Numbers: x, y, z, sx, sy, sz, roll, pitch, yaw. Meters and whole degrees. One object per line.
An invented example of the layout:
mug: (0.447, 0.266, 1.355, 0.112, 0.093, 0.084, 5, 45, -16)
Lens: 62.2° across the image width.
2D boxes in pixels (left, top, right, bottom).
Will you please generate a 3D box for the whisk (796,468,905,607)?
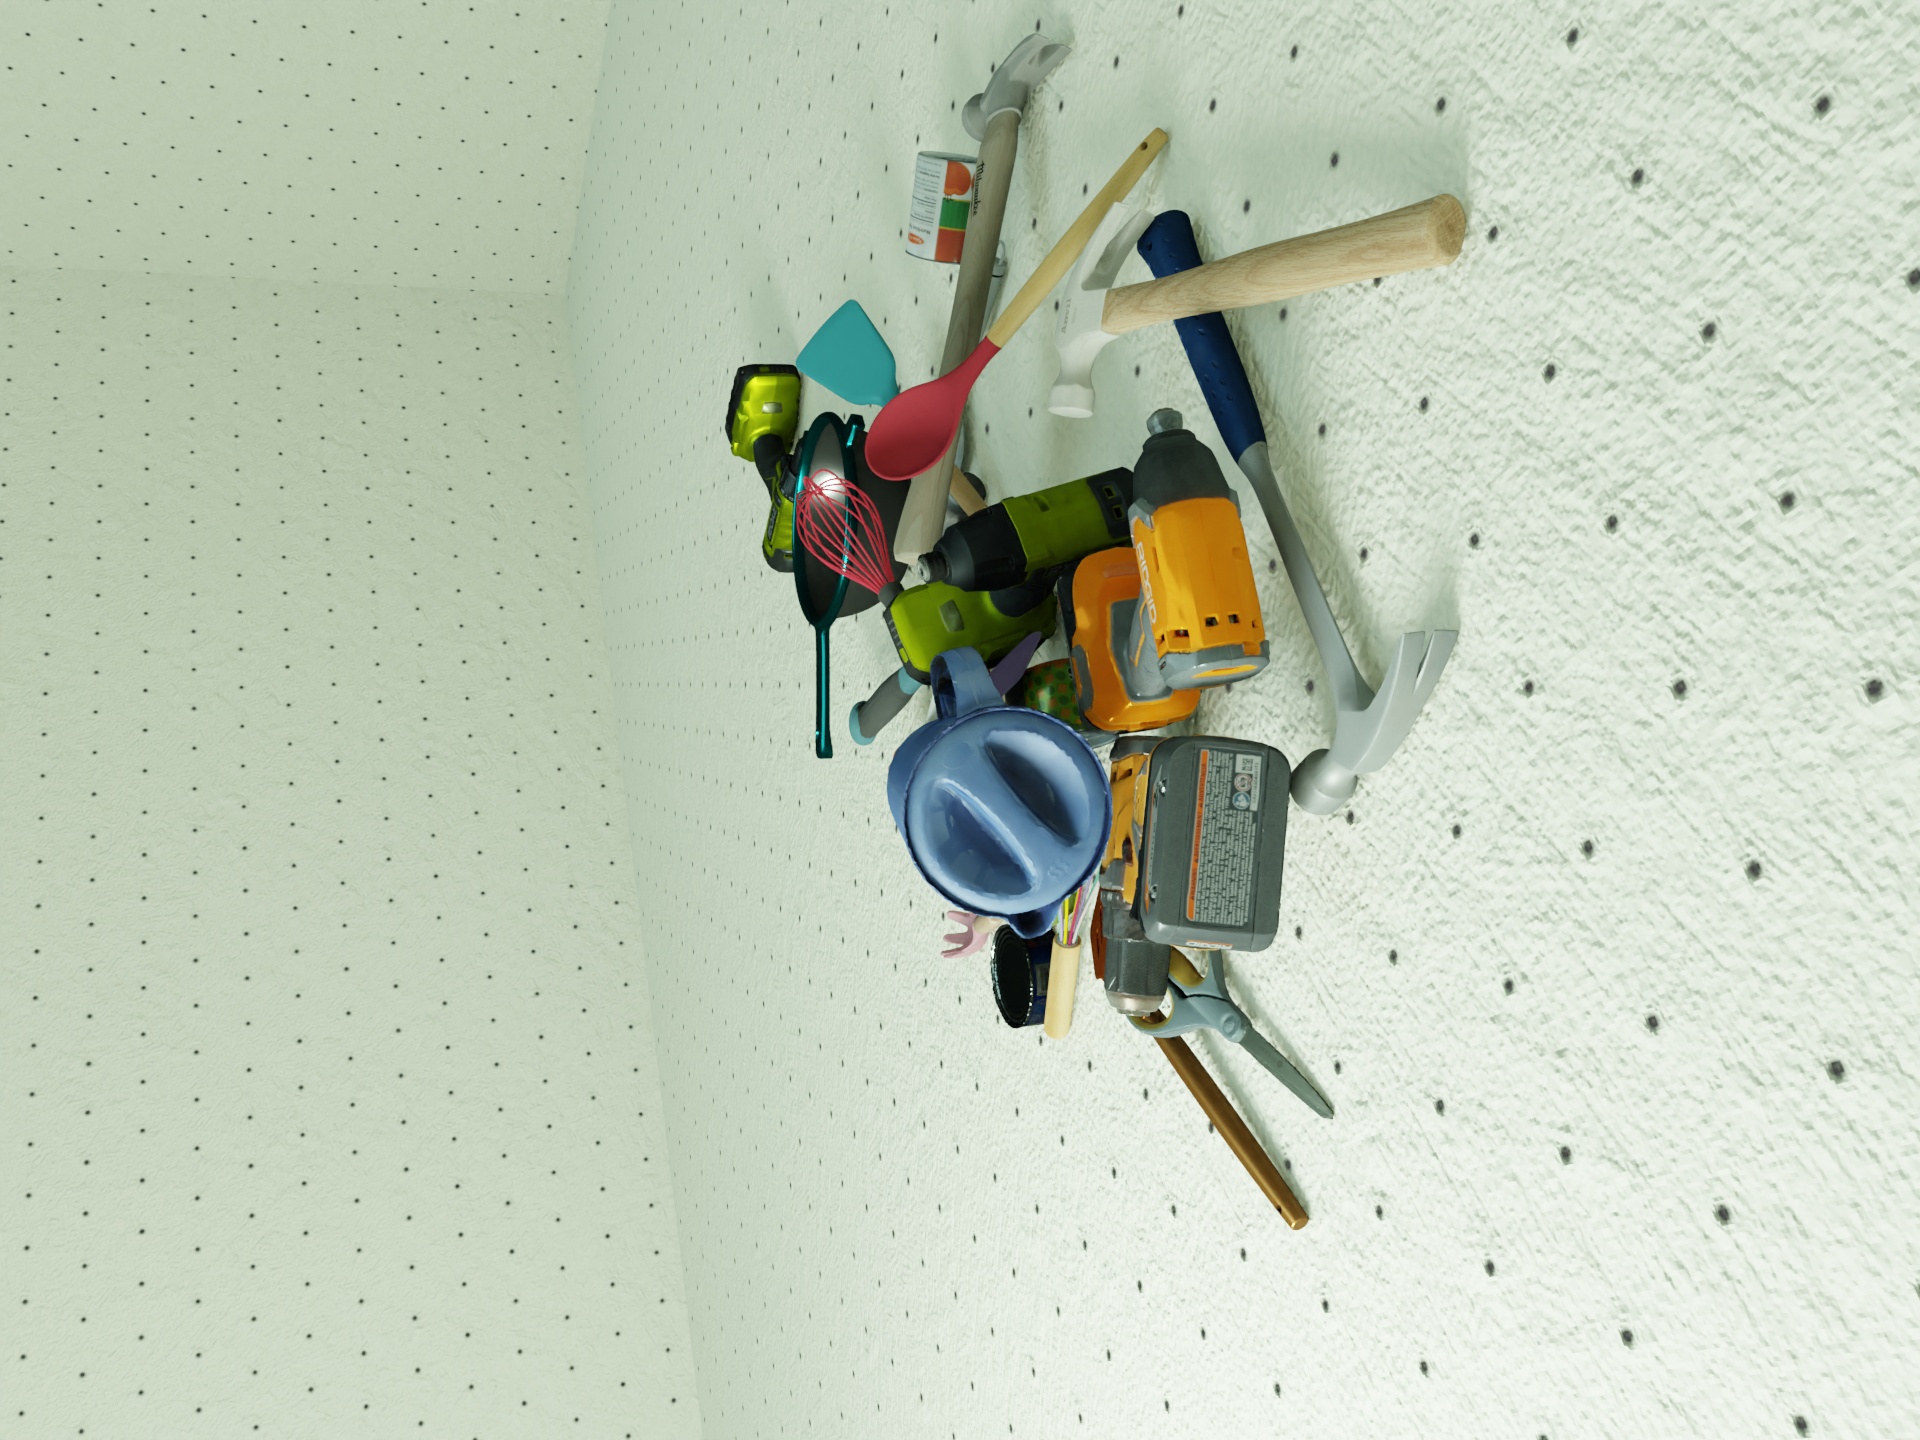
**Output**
whisk: (-0.068, -0.121, 1.360, 0.296, 0.073, 0.073, 54, 143, 38)

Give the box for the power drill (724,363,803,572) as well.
power drill: (-0.207, -0.314, 1.870, 0.190, 0.080, 0.229, 112, 145, -47)

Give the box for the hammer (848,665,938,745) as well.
hammer: (-0.052, -0.035, 1.471, 0.331, 0.033, 0.128, 140, 125, -67)

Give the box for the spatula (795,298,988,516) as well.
spatula: (-0.039, -0.245, 1.387, 0.082, 0.044, 0.318, -45, 57, 14)

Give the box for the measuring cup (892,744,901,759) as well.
measuring cup: (-0.031, 0.044, 1.428, 0.173, 0.052, 0.095, 93, 164, -68)

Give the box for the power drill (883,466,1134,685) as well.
power drill: (0.027, -0.104, 1.170, 0.080, 0.171, 0.223, 68, 159, 10)

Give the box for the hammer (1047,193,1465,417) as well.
hammer: (0.159, -0.259, 0.932, 0.331, 0.031, 0.130, 7, 89, 58)

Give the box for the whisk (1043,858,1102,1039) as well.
whisk: (0.081, 0.152, 1.209, 0.047, 0.051, 0.244, -96, 8, -56)

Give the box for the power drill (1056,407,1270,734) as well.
power drill: (0.121, -0.084, 0.989, 0.226, 0.084, 0.164, 122, 139, -76)

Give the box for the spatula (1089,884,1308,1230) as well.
spatula: (0.152, 0.218, 1.090, 0.323, 0.041, 0.081, -126, 37, -48)

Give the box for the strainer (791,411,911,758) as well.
strainer: (-0.099, -0.132, 1.577, 0.211, 0.095, 0.340, -167, 77, -69)

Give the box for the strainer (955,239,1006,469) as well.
strainer: (-0.003, -0.307, 1.401, 0.087, 0.050, 0.258, 63, 145, 38)

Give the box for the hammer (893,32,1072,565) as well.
hammer: (0.009, -0.320, 1.231, 0.146, 0.038, 0.411, 171, 111, -68)

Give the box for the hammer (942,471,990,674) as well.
hammer: (0.013, -0.014, 1.393, 0.143, 0.038, 0.387, 131, 132, -62)

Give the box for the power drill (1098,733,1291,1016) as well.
power drill: (0.130, 0.098, 0.980, 0.226, 0.084, 0.185, 148, 128, -83)

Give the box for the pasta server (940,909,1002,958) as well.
pasta server: (0.012, 0.166, 1.306, 0.316, 0.040, 0.060, 104, 175, -80)

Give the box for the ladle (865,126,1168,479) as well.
ladle: (0.039, -0.292, 1.137, 0.315, 0.031, 0.069, -47, 63, 25)

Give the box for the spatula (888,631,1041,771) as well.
spatula: (-0.002, -0.004, 1.289, 0.060, 0.018, 0.316, -64, 11, -26)

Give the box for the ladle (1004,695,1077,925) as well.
ladle: (0.053, 0.010, 1.298, 0.078, 0.062, 0.320, -15, 68, 38)

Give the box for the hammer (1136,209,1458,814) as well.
hammer: (0.181, -0.154, 0.950, 0.144, 0.035, 0.406, 118, 143, -53)
